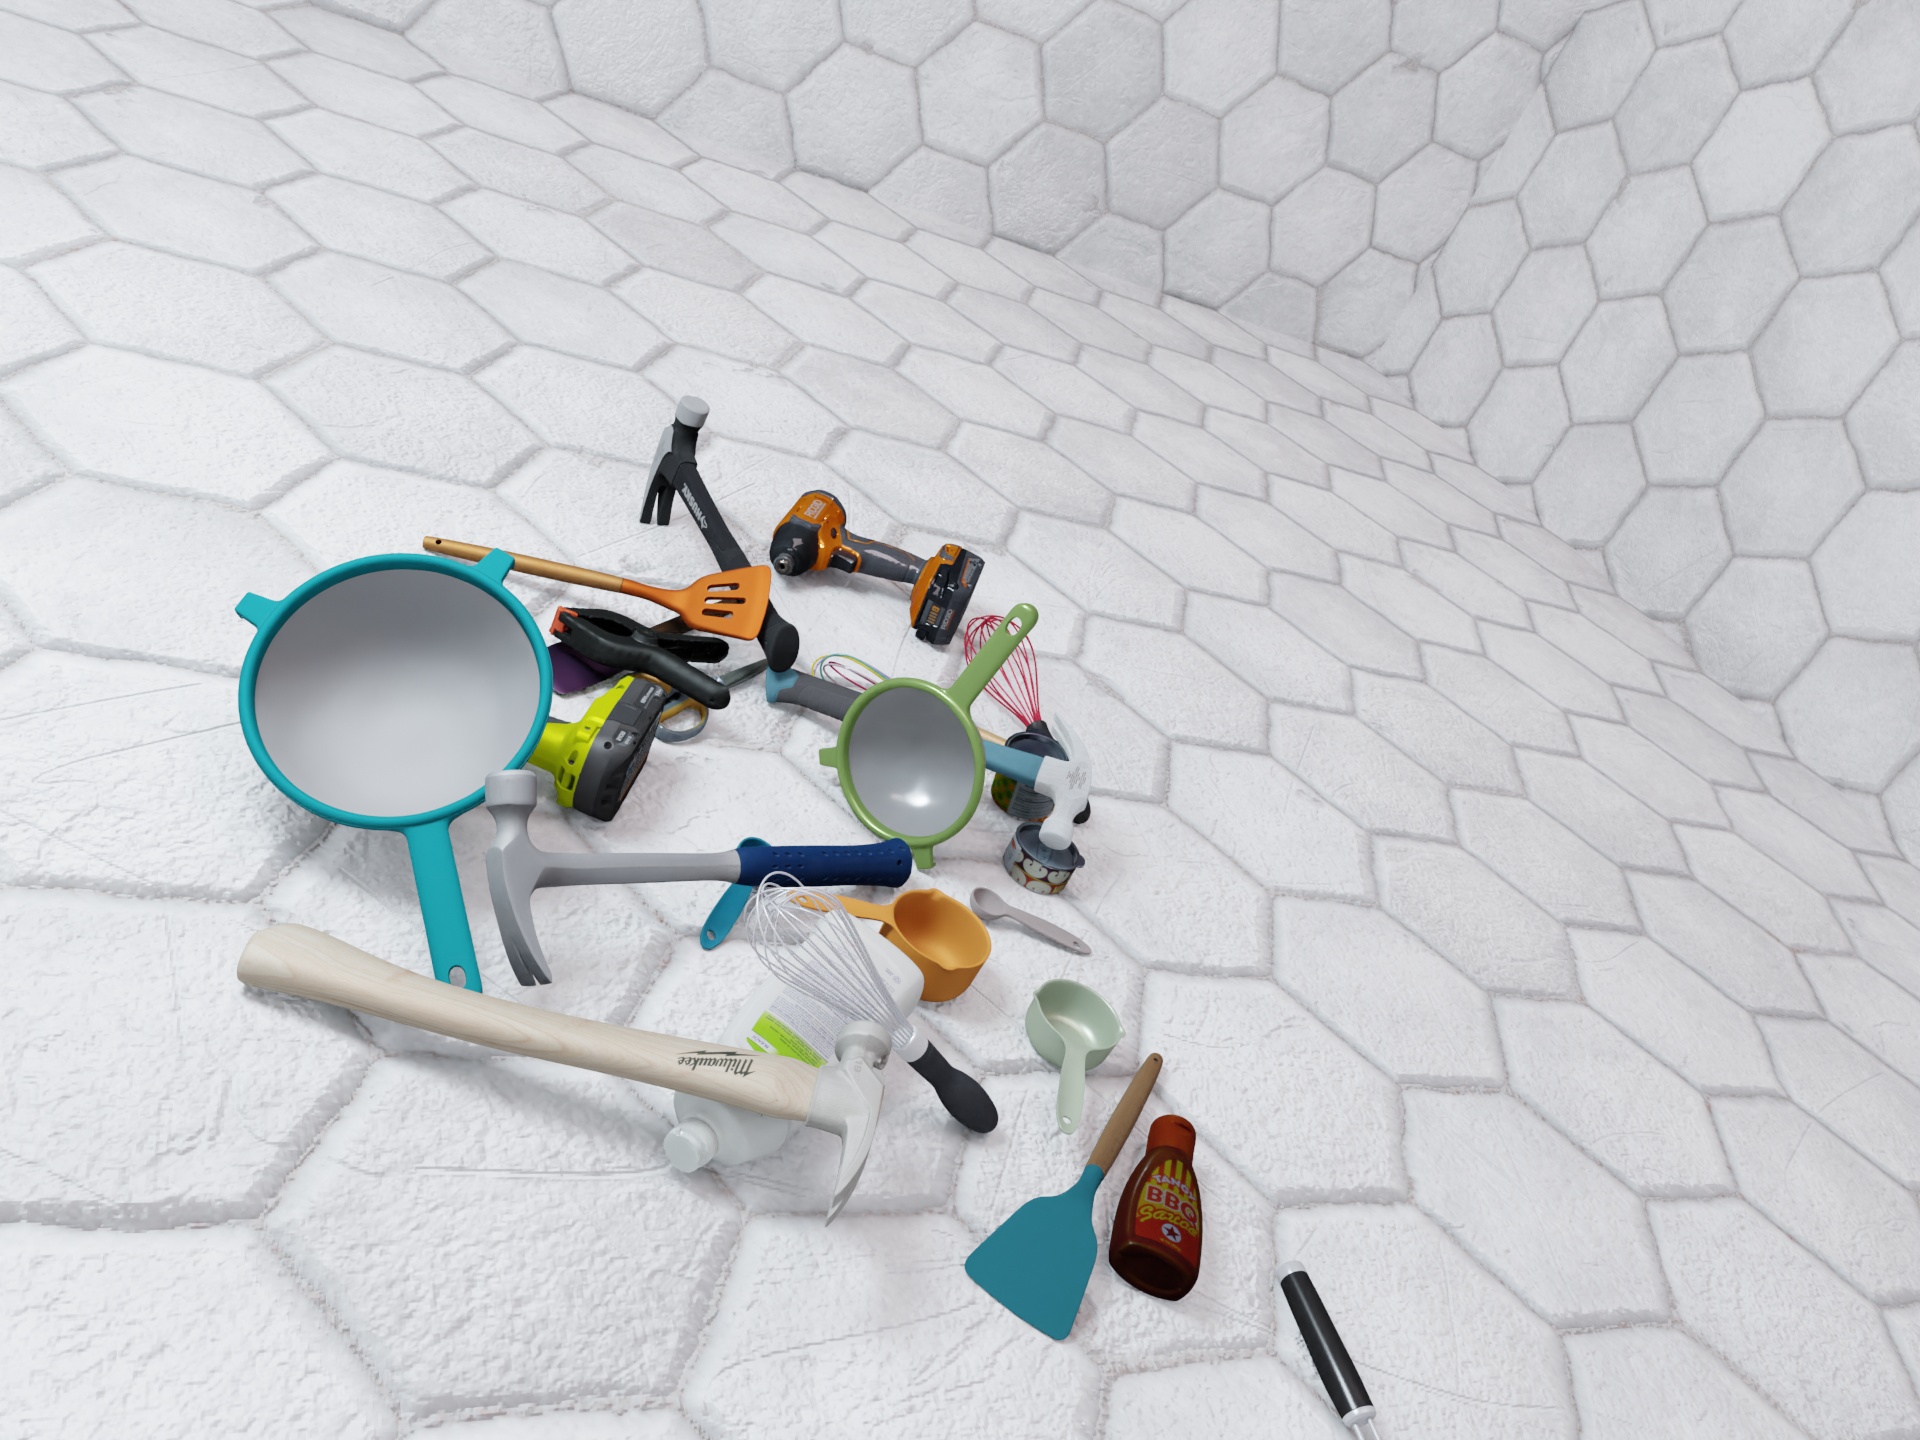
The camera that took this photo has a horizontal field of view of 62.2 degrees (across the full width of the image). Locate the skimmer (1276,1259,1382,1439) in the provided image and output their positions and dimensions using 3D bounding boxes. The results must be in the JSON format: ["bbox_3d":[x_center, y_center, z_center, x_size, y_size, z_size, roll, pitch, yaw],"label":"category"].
[{"bbox_3d":[0.283,0.485,1.015,0.127,0.090,0.364,-14,38,-7],"label":"skimmer"}]

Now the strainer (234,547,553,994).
[{"bbox_3d":[-0.383,0.049,1.134,0.211,0.095,0.341,-13,72,-16],"label":"strainer"}]

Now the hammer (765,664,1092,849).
[{"bbox_3d":[-0.034,0.012,1.493,0.331,0.033,0.128,19,55,9],"label":"hammer"}]

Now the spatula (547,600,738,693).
[{"bbox_3d":[-0.291,-0.083,1.515,0.060,0.018,0.316,37,31,14],"label":"spatula"}]

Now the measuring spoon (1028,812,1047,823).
[{"bbox_3d":[0.068,0.073,1.575,0.021,0.011,0.117,4,39,-16],"label":"measuring spoon"}]

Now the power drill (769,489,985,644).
[{"bbox_3d":[-0.099,-0.167,1.748,0.226,0.084,0.164,23,30,0],"label":"power drill"}]

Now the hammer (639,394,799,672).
[{"bbox_3d":[-0.238,-0.169,1.584,0.035,0.146,0.335,1,43,-38],"label":"hammer"}]

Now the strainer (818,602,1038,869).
[{"bbox_3d":[-0.002,-0.004,1.395,0.151,0.256,0.069,45,24,17],"label":"strainer"}]

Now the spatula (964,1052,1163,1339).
[{"bbox_3d":[0.100,0.330,1.182,0.082,0.044,0.317,33,25,10],"label":"spatula"}]

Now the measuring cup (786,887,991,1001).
[{"bbox_3d":[-0.063,0.173,1.263,0.173,0.052,0.095,15,32,-18],"label":"measuring cup"}]

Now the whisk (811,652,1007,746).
[{"bbox_3d":[-0.033,-0.009,1.577,0.245,0.051,0.047,24,23,-6],"label":"whisk"}]

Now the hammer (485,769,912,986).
[{"bbox_3d":[-0.181,0.117,1.205,0.405,0.035,0.144,5,77,-51],"label":"hammer"}]

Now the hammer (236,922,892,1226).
[{"bbox_3d":[-0.252,0.207,1.001,0.410,0.038,0.146,14,34,-2],"label":"hammer"}]

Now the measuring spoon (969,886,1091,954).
[{"bbox_3d":[0.060,0.182,1.394,0.124,0.018,0.034,27,28,-15],"label":"measuring spoon"}]

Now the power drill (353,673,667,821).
[{"bbox_3d":[-0.362,-0.016,1.292,0.223,0.080,0.171,22,30,-4],"label":"power drill"}]

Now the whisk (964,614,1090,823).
[{"bbox_3d":[0.071,-0.006,1.658,0.073,0.073,0.296,6,42,-33],"label":"whisk"}]

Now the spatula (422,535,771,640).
[{"bbox_3d":[-0.340,-0.136,1.488,0.322,0.041,0.081,12,67,-6],"label":"spatula"}]

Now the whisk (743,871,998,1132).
[{"bbox_3d":[-0.054,0.206,1.102,0.284,0.070,0.070,51,17,-30],"label":"whisk"}]

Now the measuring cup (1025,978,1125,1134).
[{"bbox_3d":[0.082,0.271,1.244,0.083,0.038,0.168,24,31,-6],"label":"measuring cup"}]

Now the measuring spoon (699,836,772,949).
[{"bbox_3d":[-0.181,0.141,1.258,0.042,0.021,0.129,41,37,-10],"label":"measuring spoon"}]
